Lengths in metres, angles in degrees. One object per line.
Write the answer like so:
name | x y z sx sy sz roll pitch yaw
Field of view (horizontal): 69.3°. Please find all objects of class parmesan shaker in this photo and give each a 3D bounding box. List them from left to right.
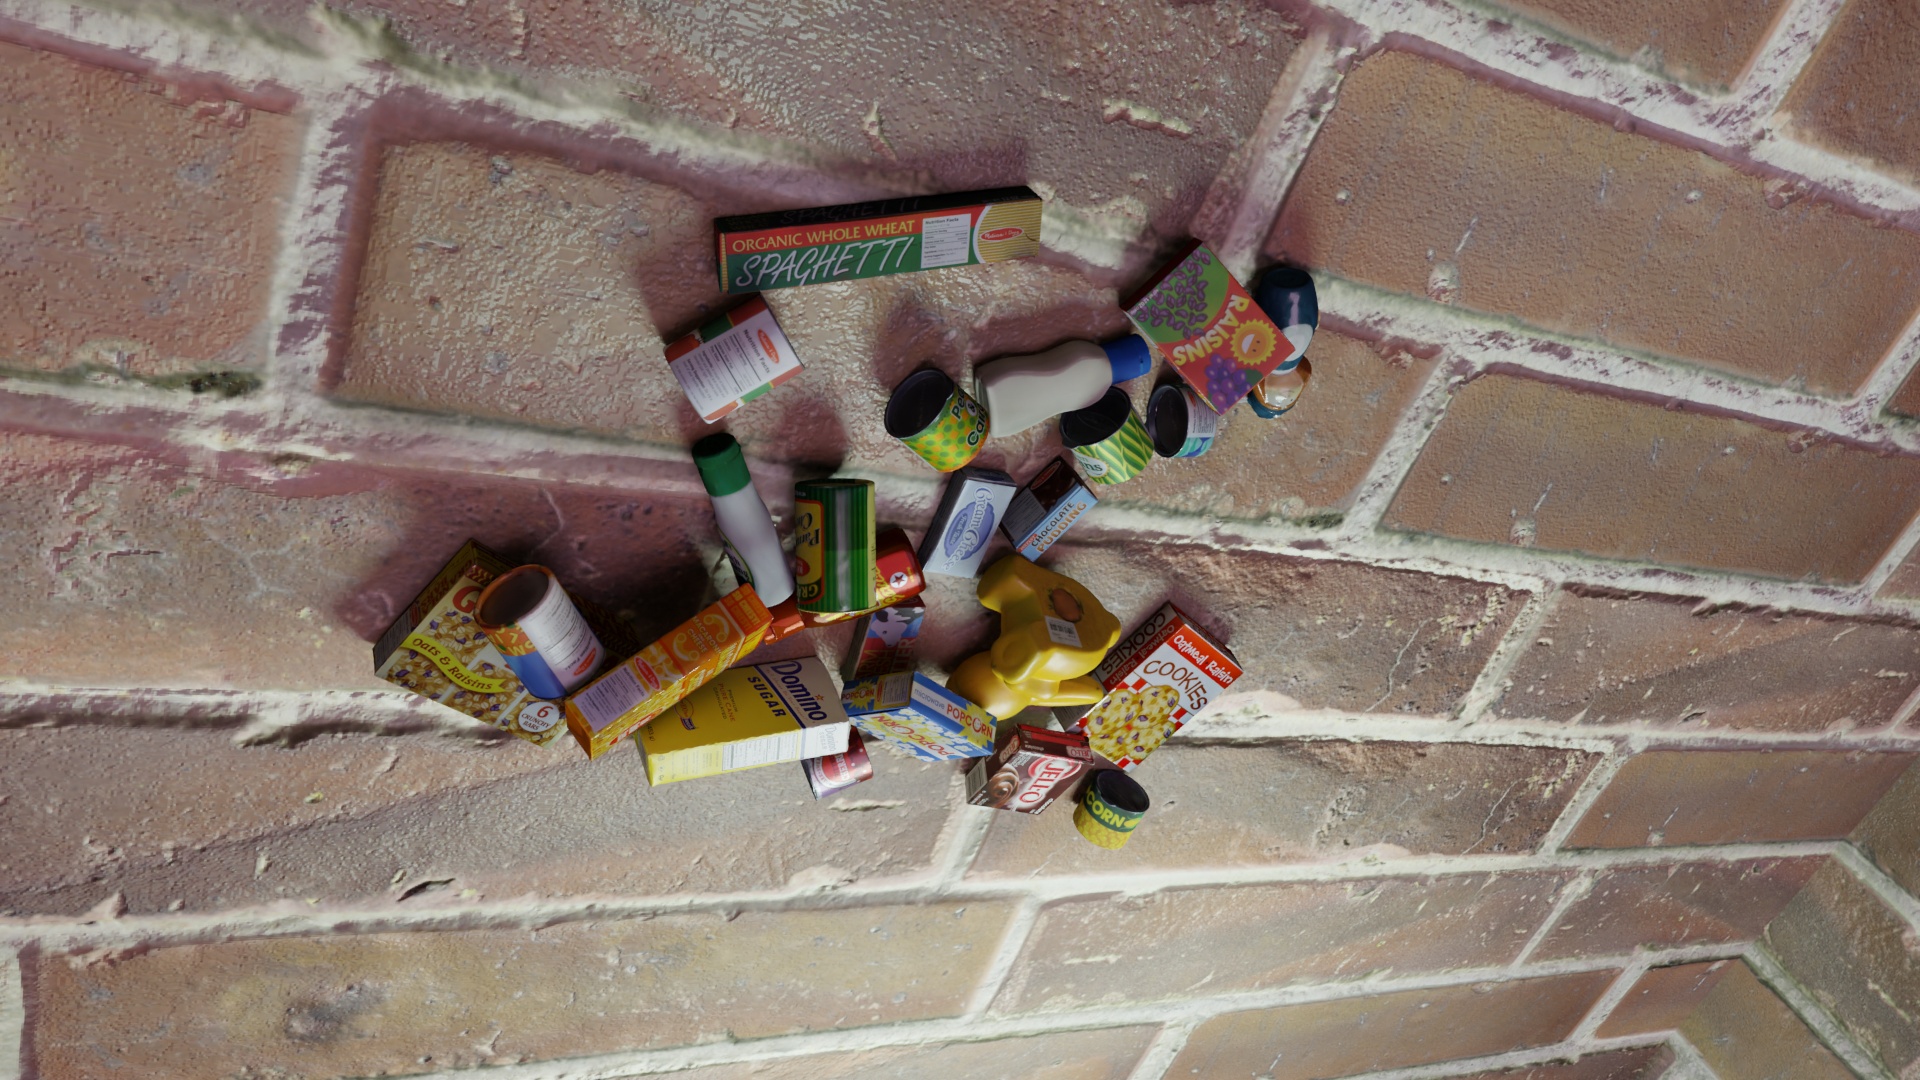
parmesan shaker | -0.103 0.003 1.135 0.071 0.071 0.103 -4 98 -24

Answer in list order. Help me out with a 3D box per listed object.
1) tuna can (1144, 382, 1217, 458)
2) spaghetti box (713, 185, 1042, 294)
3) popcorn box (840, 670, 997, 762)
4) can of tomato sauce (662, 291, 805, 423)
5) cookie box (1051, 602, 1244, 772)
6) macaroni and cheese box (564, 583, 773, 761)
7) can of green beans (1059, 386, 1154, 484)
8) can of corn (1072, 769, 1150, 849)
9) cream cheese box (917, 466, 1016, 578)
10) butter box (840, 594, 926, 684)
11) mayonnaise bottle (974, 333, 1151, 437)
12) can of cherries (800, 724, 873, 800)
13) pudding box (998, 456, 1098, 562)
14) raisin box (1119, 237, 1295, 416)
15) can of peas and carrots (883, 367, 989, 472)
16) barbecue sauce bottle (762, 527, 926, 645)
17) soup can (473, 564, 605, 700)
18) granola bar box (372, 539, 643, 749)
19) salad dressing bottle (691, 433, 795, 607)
tuna can | 0.193 -0.105 1.224 0.033 0.071 0.070 -3 126 -25
spaghetti box | -0.059 -0.224 1.029 0.251 0.029 0.049 -11 129 -19
popcorn box | -0.038 0.162 1.267 0.085 0.038 0.126 -14 145 37
can of tomato sauce | -0.166 -0.134 1.022 0.083 0.071 0.071 -30 132 -2
cookie box | 0.195 0.154 1.440 0.167 0.040 0.122 -44 131 11
macaroni and cheese box | -0.235 0.106 1.115 0.167 0.040 0.123 -35 175 -22
can of green beans | 0.127 -0.090 1.200 0.071 0.071 0.057 -35 133 2
can of corn | 0.162 0.294 1.511 0.071 0.071 0.058 10 120 -32
cream cheese box | 0.004 -0.015 1.224 0.053 0.024 0.103 8 121 -31
butter box | -0.071 0.095 1.272 0.053 0.024 0.103 2 123 -27
mayonnaise bottle | 0.086 -0.136 1.163 0.148 0.041 0.064 -19 133 -14
can of cherries | -0.119 0.203 1.299 0.058 0.072 0.071 -20 131 -12
pudding box | 0.076 -0.028 1.233 0.083 0.050 0.030 -44 133 10
raisin box | 0.206 -0.177 1.158 0.086 0.040 0.123 -43 104 8
can of peas and carrots | -0.017 -0.098 1.121 0.071 0.071 0.058 -44 132 10
barbecue sauce bottle | -0.107 0.044 1.202 0.149 0.044 0.064 -24 127 -8
soup can | -0.319 0.069 1.048 0.071 0.071 0.083 -27 130 -5
granola bar box | -0.360 0.086 1.111 0.124 0.039 0.165 -45 131 10
salad dressing bottle | -0.175 -0.016 1.114 0.044 0.064 0.147 -27 124 -16
